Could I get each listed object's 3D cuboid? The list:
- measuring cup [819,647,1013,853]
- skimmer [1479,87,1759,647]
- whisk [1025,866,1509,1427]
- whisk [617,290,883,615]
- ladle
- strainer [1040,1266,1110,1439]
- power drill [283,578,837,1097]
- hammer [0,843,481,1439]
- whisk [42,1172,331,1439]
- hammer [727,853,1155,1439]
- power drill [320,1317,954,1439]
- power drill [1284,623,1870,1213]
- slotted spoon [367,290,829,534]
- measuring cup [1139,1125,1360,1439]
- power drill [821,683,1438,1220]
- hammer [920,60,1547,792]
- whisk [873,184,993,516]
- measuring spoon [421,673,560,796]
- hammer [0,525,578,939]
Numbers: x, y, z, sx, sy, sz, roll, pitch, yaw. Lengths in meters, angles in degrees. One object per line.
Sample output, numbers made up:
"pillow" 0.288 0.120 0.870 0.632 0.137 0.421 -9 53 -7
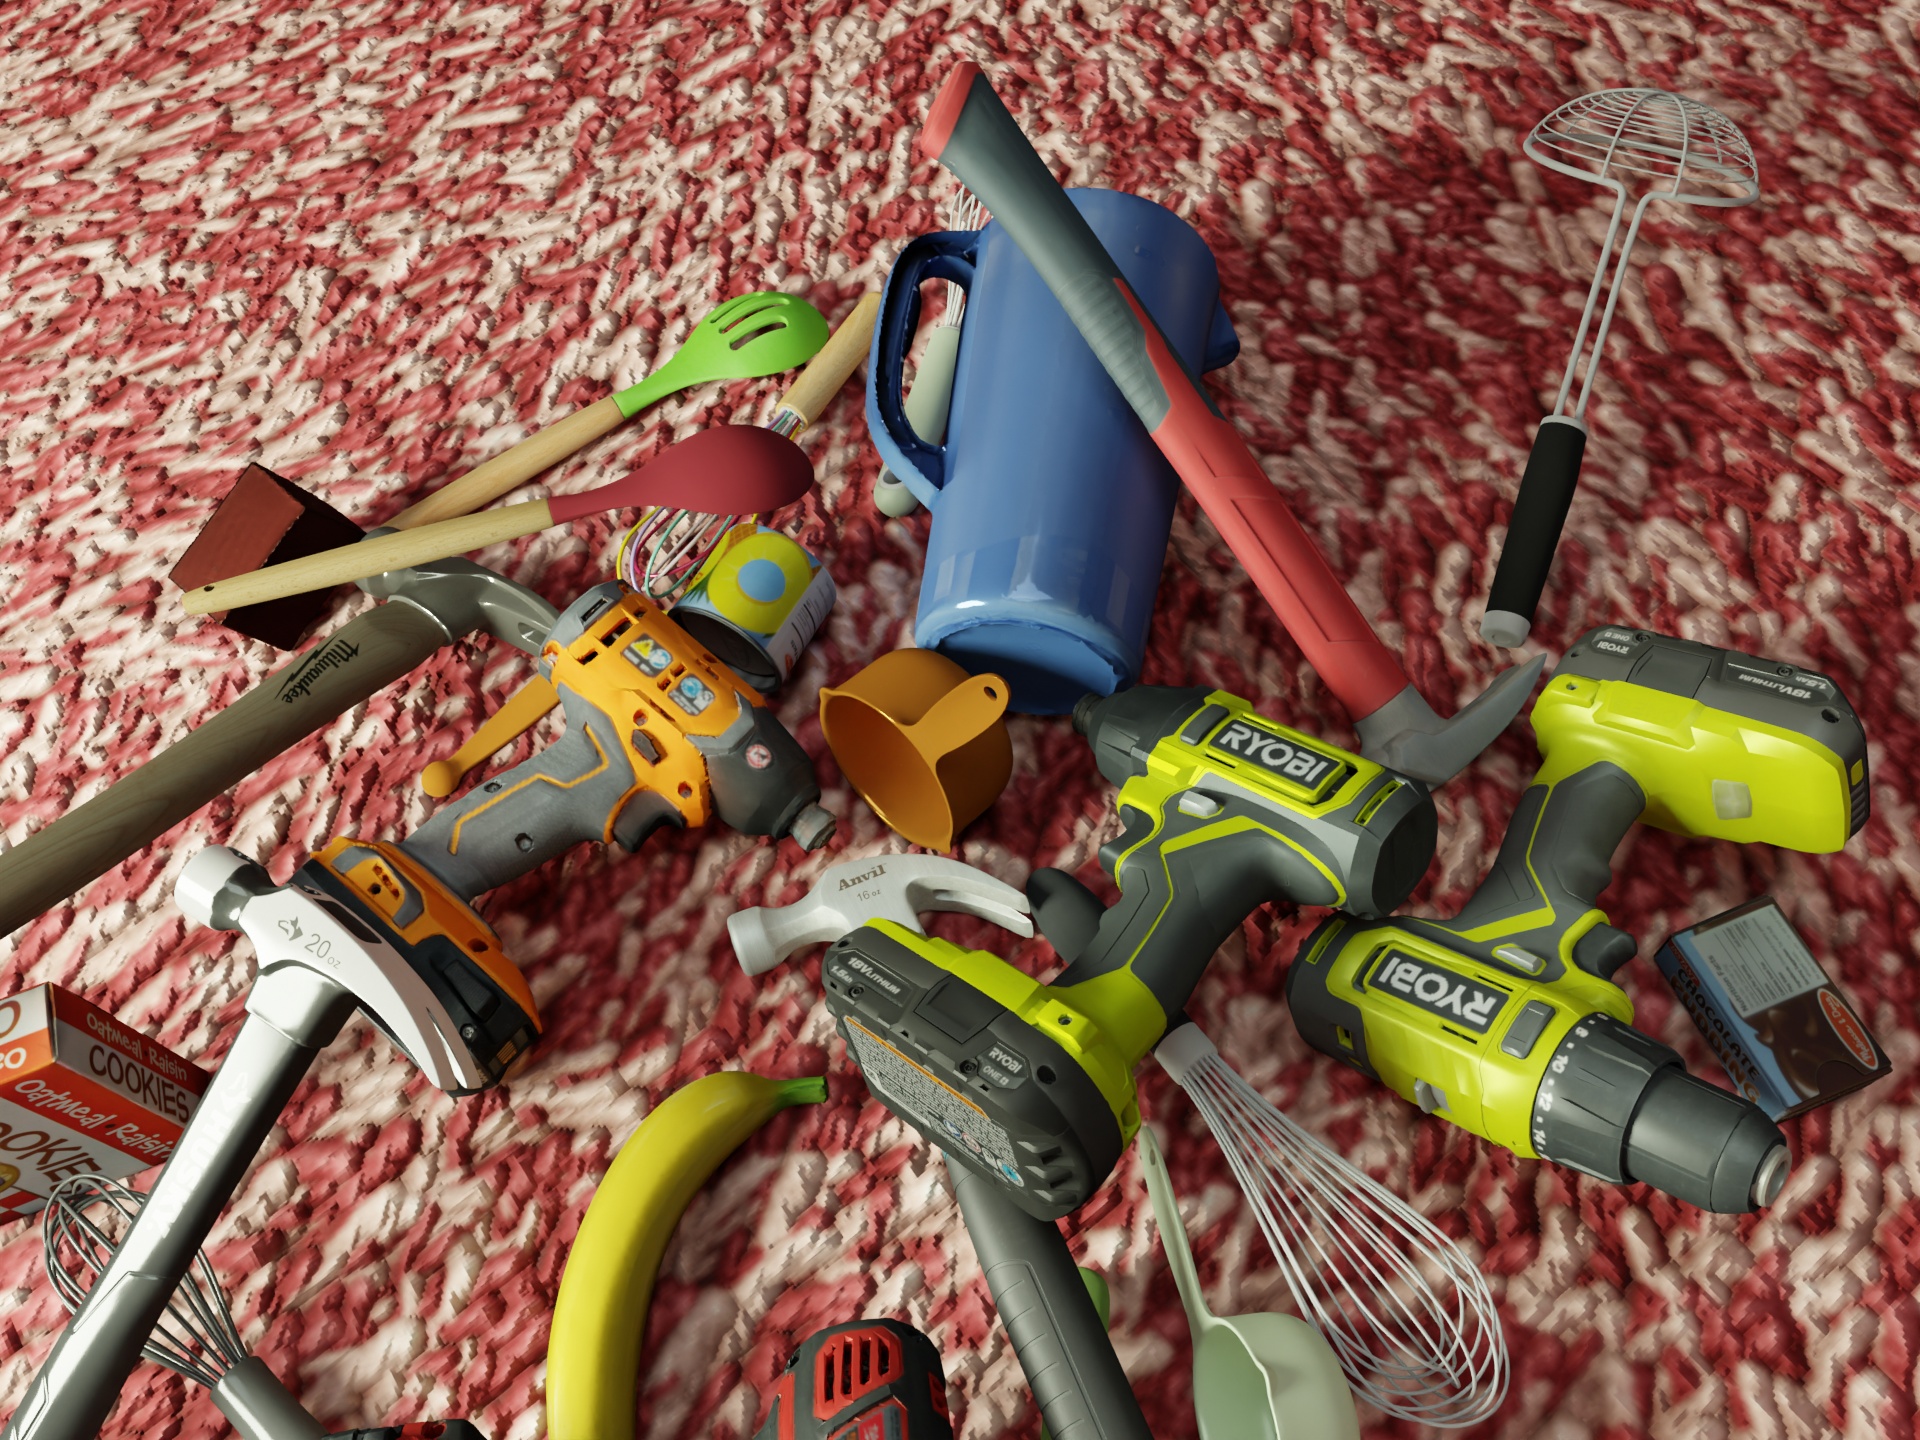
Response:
"measuring cup" -0.001 -0.002 0.696 0.052 0.173 0.095 -39 91 -28
"skimmer" 0.330 -0.192 0.844 0.127 0.090 0.363 18 74 13
"whisk" 0.114 0.161 0.653 0.070 0.070 0.285 -33 57 -12
"whisk" -0.106 -0.153 0.865 0.047 0.051 0.245 21 61 24
"ladle" -0.229 -0.098 0.793 0.315 0.031 0.069 -15 46 -4
"strainer" 0.038 0.328 0.568 0.151 0.069 0.257 0 43 8
"power drill" -0.175 0.059 0.725 0.164 0.084 0.226 39 67 10
"hammer" -0.318 0.227 0.617 0.146 0.035 0.335 27 84 14
"whisk" -0.294 0.270 0.643 0.239 0.055 0.055 37 70 19
"hammer" 0.011 0.183 0.632 0.128 0.033 0.331 -21 49 -8
"power drill" -0.105 0.304 0.520 0.226 0.080 0.188 -10 38 1
"power drill" 0.268 0.077 0.641 0.191 0.080 0.228 21 61 44
"slotted spoon" -0.214 -0.162 0.891 0.314 0.031 0.070 -32 57 -10
"measuring cup" 0.108 0.227 0.615 0.038 0.083 0.168 -2 41 -14
"power drill" 0.059 0.074 0.643 0.171 0.080 0.223 26 55 39
"hammer" 0.116 -0.138 0.726 0.143 0.038 0.386 -34 89 -28
"whisk" -0.002 -0.218 0.889 0.058 0.059 0.246 10 67 21
"measuring spoon" -0.228 -0.004 0.810 0.021 0.011 0.117 38 71 24
"hammer" -0.354 0.040 0.703 0.146 0.038 0.411 25 45 22
